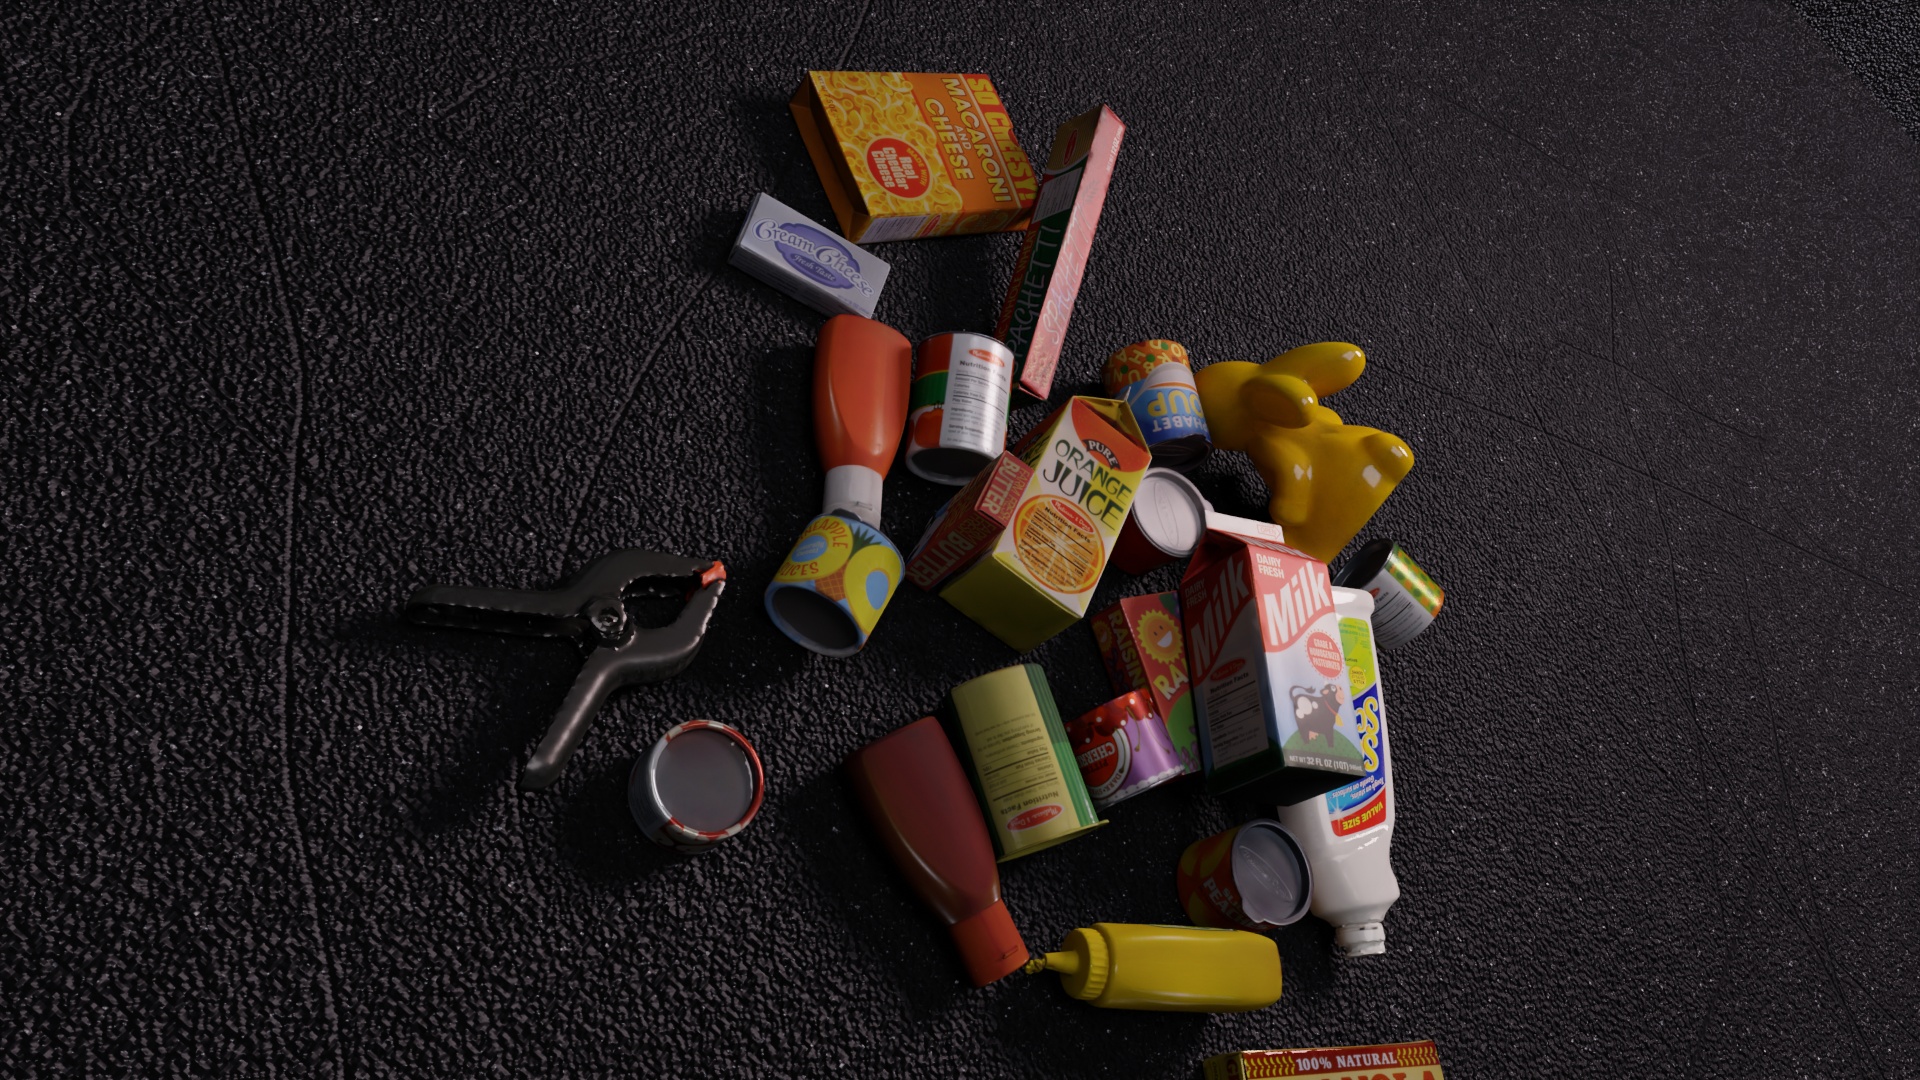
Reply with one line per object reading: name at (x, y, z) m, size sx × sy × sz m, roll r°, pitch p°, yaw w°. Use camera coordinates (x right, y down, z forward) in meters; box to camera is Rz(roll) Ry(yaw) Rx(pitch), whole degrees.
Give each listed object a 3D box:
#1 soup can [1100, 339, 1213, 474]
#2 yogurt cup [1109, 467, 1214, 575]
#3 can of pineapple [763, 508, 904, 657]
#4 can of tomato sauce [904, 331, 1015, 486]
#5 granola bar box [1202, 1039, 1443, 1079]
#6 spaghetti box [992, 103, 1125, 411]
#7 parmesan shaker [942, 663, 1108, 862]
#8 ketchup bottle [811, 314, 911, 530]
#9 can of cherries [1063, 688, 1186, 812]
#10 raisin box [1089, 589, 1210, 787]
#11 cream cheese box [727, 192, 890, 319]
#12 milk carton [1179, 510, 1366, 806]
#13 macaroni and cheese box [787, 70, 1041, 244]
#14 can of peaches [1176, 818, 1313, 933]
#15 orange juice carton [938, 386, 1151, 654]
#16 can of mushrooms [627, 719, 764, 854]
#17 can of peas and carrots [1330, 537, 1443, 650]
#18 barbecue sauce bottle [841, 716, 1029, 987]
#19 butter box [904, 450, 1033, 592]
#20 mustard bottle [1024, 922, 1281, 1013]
soup can at (0.145, -0.097, 1.018) m, size 0.071 × 0.071 × 0.084 m, roll 3°, pitch 65°, yaw -31°
yogurt cup at (0.133, -0.010, 0.976) m, size 0.072 × 0.053 × 0.073 m, roll 15°, pitch 59°, yaw -26°
can of pineapple at (-0.075, 0.025, 0.817) m, size 0.071 × 0.070 × 0.058 m, roll 37°, pitch 52°, yaw -11°
can of tomato sauce at (-0.001, -0.085, 0.919) m, size 0.071 × 0.071 × 0.083 m, roll 16°, pitch 67°, yaw -25°
granola bar box at (0.233, 0.375, 0.847) m, size 0.166 × 0.039 × 0.124 m, roll 9°, pitch 61°, yaw -29°
spaghetti box at (0.066, -0.205, 1.008) m, size 0.028 × 0.050 × 0.251 m, roll 32°, pitch 63°, yaw -33°
parmesan shaker at (0.038, 0.132, 0.832) m, size 0.071 × 0.071 × 0.103 m, roll -7°, pitch 70°, yaw -35°
ketchup bottle at (-0.066, -0.071, 0.889) m, size 0.065 × 0.043 × 0.149 m, roll 18°, pitch 58°, yaw -27°
can of cherries at (0.098, 0.132, 0.870) m, size 0.072 × 0.071 × 0.058 m, roll -15°, pitch 75°, yaw -37°
raisin box at (0.148, 0.097, 0.939) m, size 0.086 × 0.040 × 0.123 m, roll -7°, pitch 71°, yaw -35°
cream cheese box at (-0.102, -0.187, 0.940) m, size 0.104 × 0.024 × 0.053 m, roll 27°, pitch 54°, yaw -18°
milk carton at (0.200, 0.070, 0.913) m, size 0.072 × 0.073 × 0.191 m, roll 11°, pitch 60°, yaw -29°
macaroni and cheese box at (-0.028, -0.285, 1.028) m, size 0.167 × 0.040 × 0.124 m, roll -14°, pitch 75°, yaw -36°
can of peaches at (0.179, 0.218, 0.883) m, size 0.071 × 0.057 × 0.071 m, roll 14°, pitch 60°, yaw -26°
orange juice carton at (0.065, -0.026, 0.930) m, size 0.073 × 0.071 × 0.194 m, roll 36°, pitch 52°, yaw -12°
can of mushrooms at (-0.139, 0.131, 0.744) m, size 0.071 × 0.033 × 0.071 m, roll 15°, pitch 58°, yaw -25°
can of peas and carrots at (0.326, 0.040, 1.065) m, size 0.058 × 0.070 × 0.071 m, roll 43°, pitch 51°, yaw -7°
barbecue sauce bottle at (-0.010, 0.179, 0.794) m, size 0.065 × 0.043 × 0.148 m, roll -20°, pitch 78°, yaw -37°
butter box at (0.003, -0.011, 0.863) m, size 0.024 × 0.103 × 0.053 m, roll 36°, pitch 53°, yaw -11°
mustard bottle at (0.111, 0.252, 0.820) m, size 0.160 × 0.065 × 0.049 m, roll 11°, pitch 65°, yaw -23°
